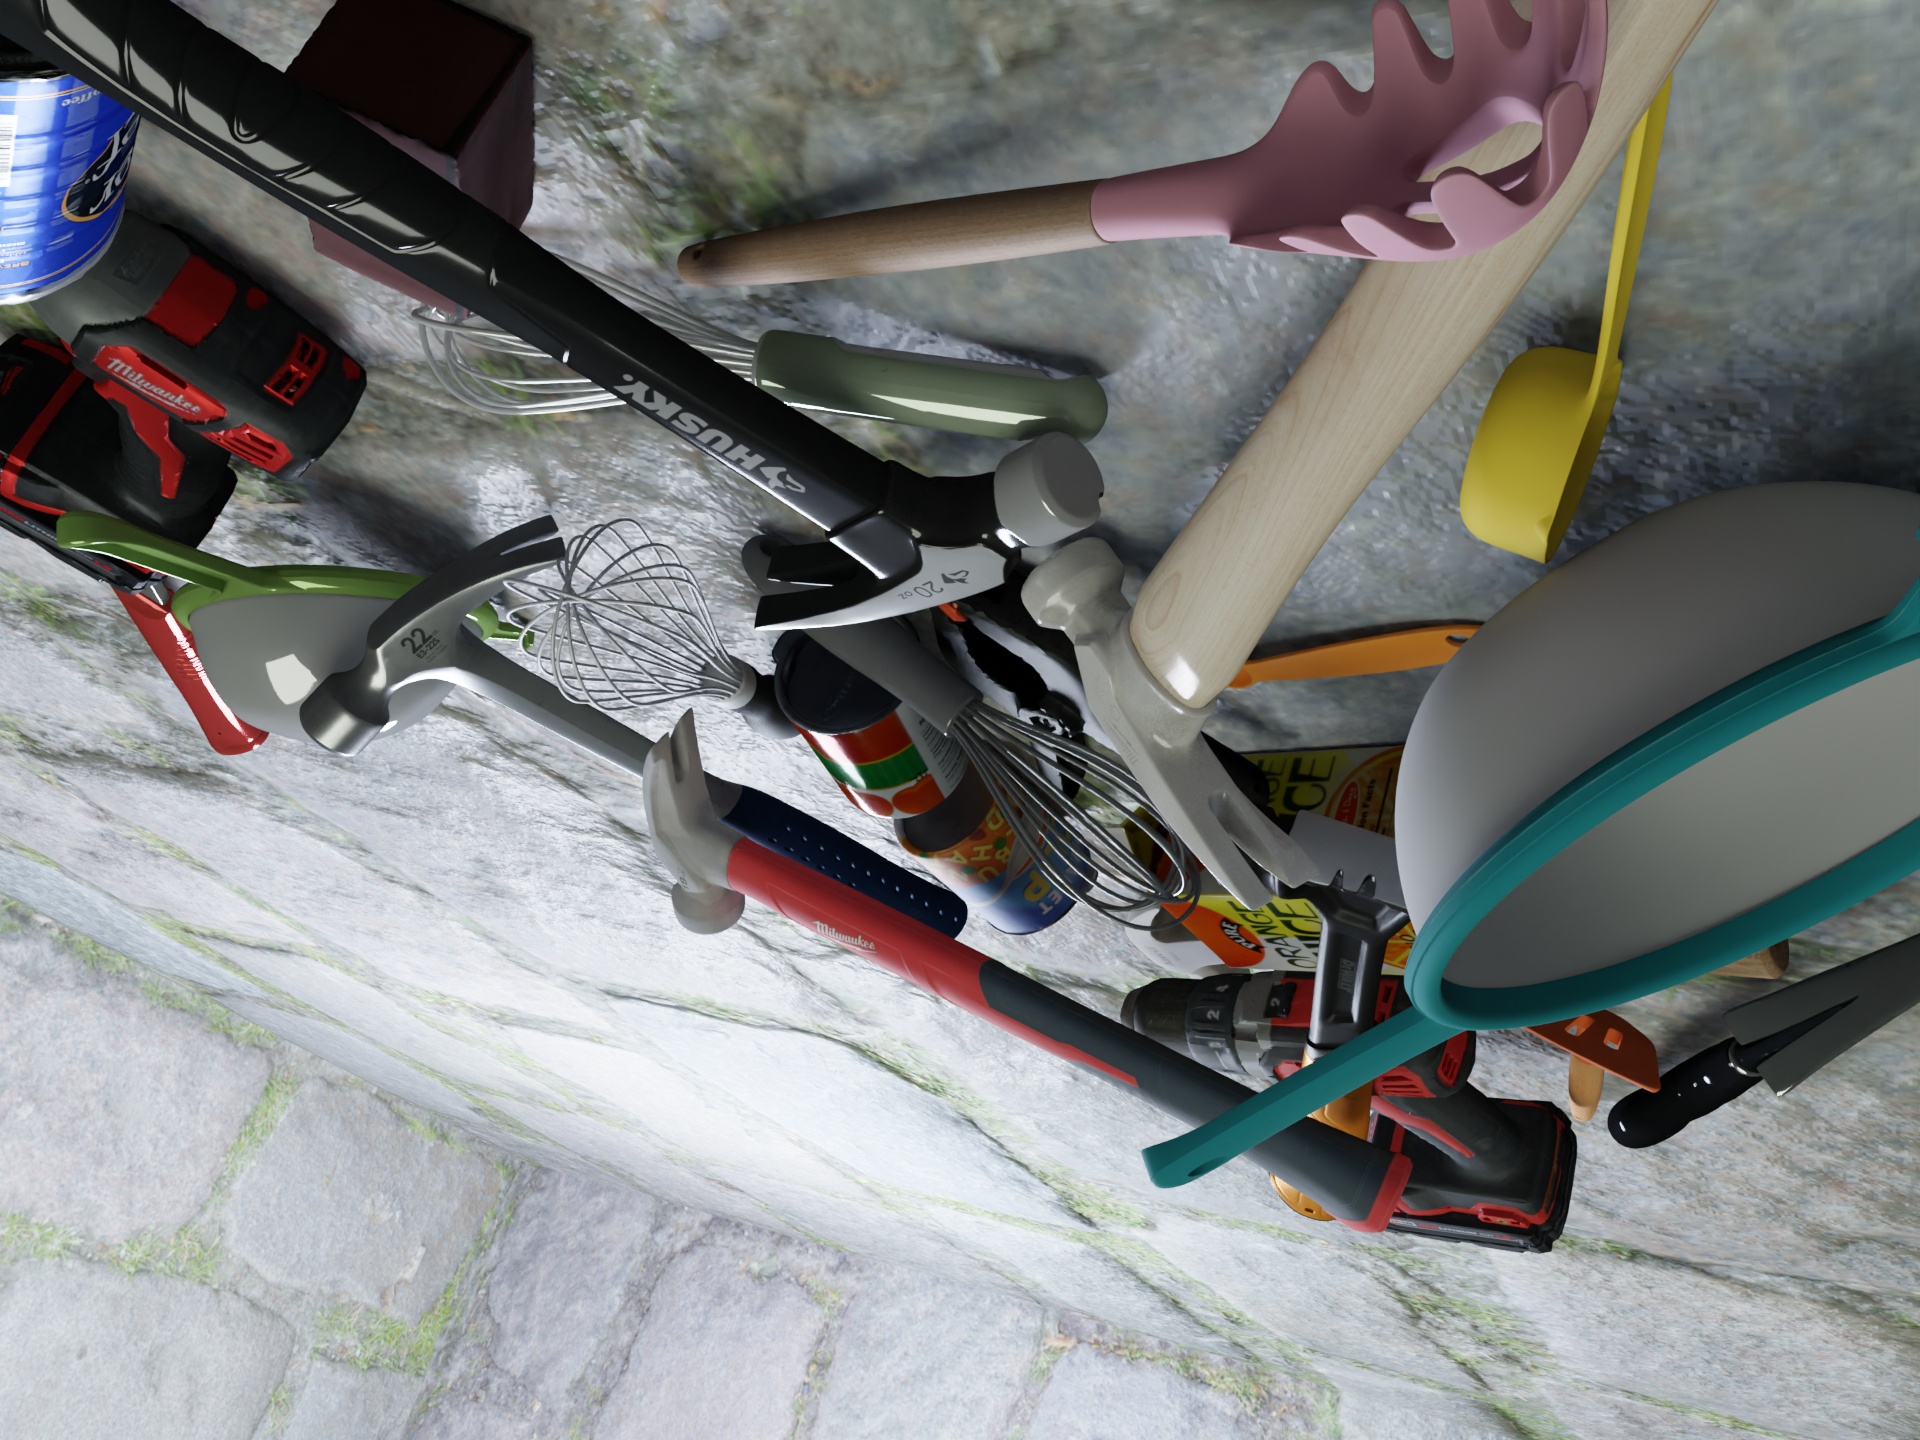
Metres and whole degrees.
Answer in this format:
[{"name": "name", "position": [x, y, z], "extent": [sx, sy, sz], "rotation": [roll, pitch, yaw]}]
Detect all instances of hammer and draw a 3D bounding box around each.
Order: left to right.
[{"name": "hammer", "position": [-0.488, -0.066, 0.951], "extent": [0.149, 0.037, 0.359], "rotation": [21, 154, -1]}, {"name": "hammer", "position": [-0.124, -0.119, 0.461], "extent": [0.334, 0.035, 0.146], "rotation": [29, 149, -33]}, {"name": "hammer", "position": [-0.127, 0.036, 0.835], "extent": [0.144, 0.035, 0.405], "rotation": [-42, 135, 13]}, {"name": "hammer", "position": [0.019, 0.118, 0.726], "extent": [0.386, 0.038, 0.143], "rotation": [24, 142, 20]}, {"name": "hammer", "position": [0.173, 0.151, 0.694], "extent": [0.127, 0.034, 0.336], "rotation": [17, 148, 20]}, {"name": "hammer", "position": [0.111, -0.083, 0.406], "extent": [0.146, 0.038, 0.410], "rotation": [57, 156, 17]}, {"name": "hammer", "position": [0.221, 0.106, 0.776], "extent": [0.331, 0.031, 0.129], "rotation": [-7, 144, 44]}, {"name": "hammer", "position": [0.350, 0.146, 0.694], "extent": [0.149, 0.036, 0.408], "rotation": [-26, 157, -4]}]

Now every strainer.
[{"name": "strainer", "position": [-0.316, -0.033, 0.731], "extent": [0.151, 0.069, 0.256], "rotation": [-4, 171, 11]}, {"name": "strainer", "position": [0.167, 0.035, 0.489], "extent": [0.210, 0.095, 0.340], "rotation": [12, 137, -43]}]

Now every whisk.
[{"name": "whisk", "position": [-0.107, -0.022, 0.667], "extent": [0.070, 0.070, 0.284], "rotation": [14, 174, 12]}, {"name": "whisk", "position": [-0.072, -0.120, 0.531], "extent": [0.246, 0.059, 0.058], "rotation": [10, -170, 12]}, {"name": "whisk", "position": [-0.002, -0.001, 0.631], "extent": [0.239, 0.055, 0.055], "rotation": [39, 160, 18]}]

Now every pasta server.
[{"name": "pasta server", "position": [0.013, -0.129, 0.397], "extent": [0.316, 0.060, 0.040], "rotation": [12, 165, 47]}]

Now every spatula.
[{"name": "spatula", "position": [0.310, 0.177, 0.797], "extent": [0.081, 0.041, 0.322], "rotation": [27, 169, 28]}]

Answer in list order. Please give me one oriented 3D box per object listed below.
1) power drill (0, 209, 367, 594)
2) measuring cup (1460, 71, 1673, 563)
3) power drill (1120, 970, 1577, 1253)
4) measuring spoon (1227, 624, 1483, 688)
[{"name": "power drill", "position": [-0.354, -0.138, 0.668], "extent": [0.143, 0.079, 0.220], "rotation": [35, 148, -29]}, {"name": "measuring cup", "position": [0.150, -0.105, 0.397], "extent": [0.029, 0.062, 0.156], "rotation": [20, 146, 25]}, {"name": "power drill", "position": [0.209, 0.199, 0.849], "extent": [0.188, 0.080, 0.226], "rotation": [-6, 143, 42]}, {"name": "measuring spoon", "position": [0.145, -0.026, 0.597], "extent": [0.117, 0.011, 0.021], "rotation": [-8, 143, 39]}]
